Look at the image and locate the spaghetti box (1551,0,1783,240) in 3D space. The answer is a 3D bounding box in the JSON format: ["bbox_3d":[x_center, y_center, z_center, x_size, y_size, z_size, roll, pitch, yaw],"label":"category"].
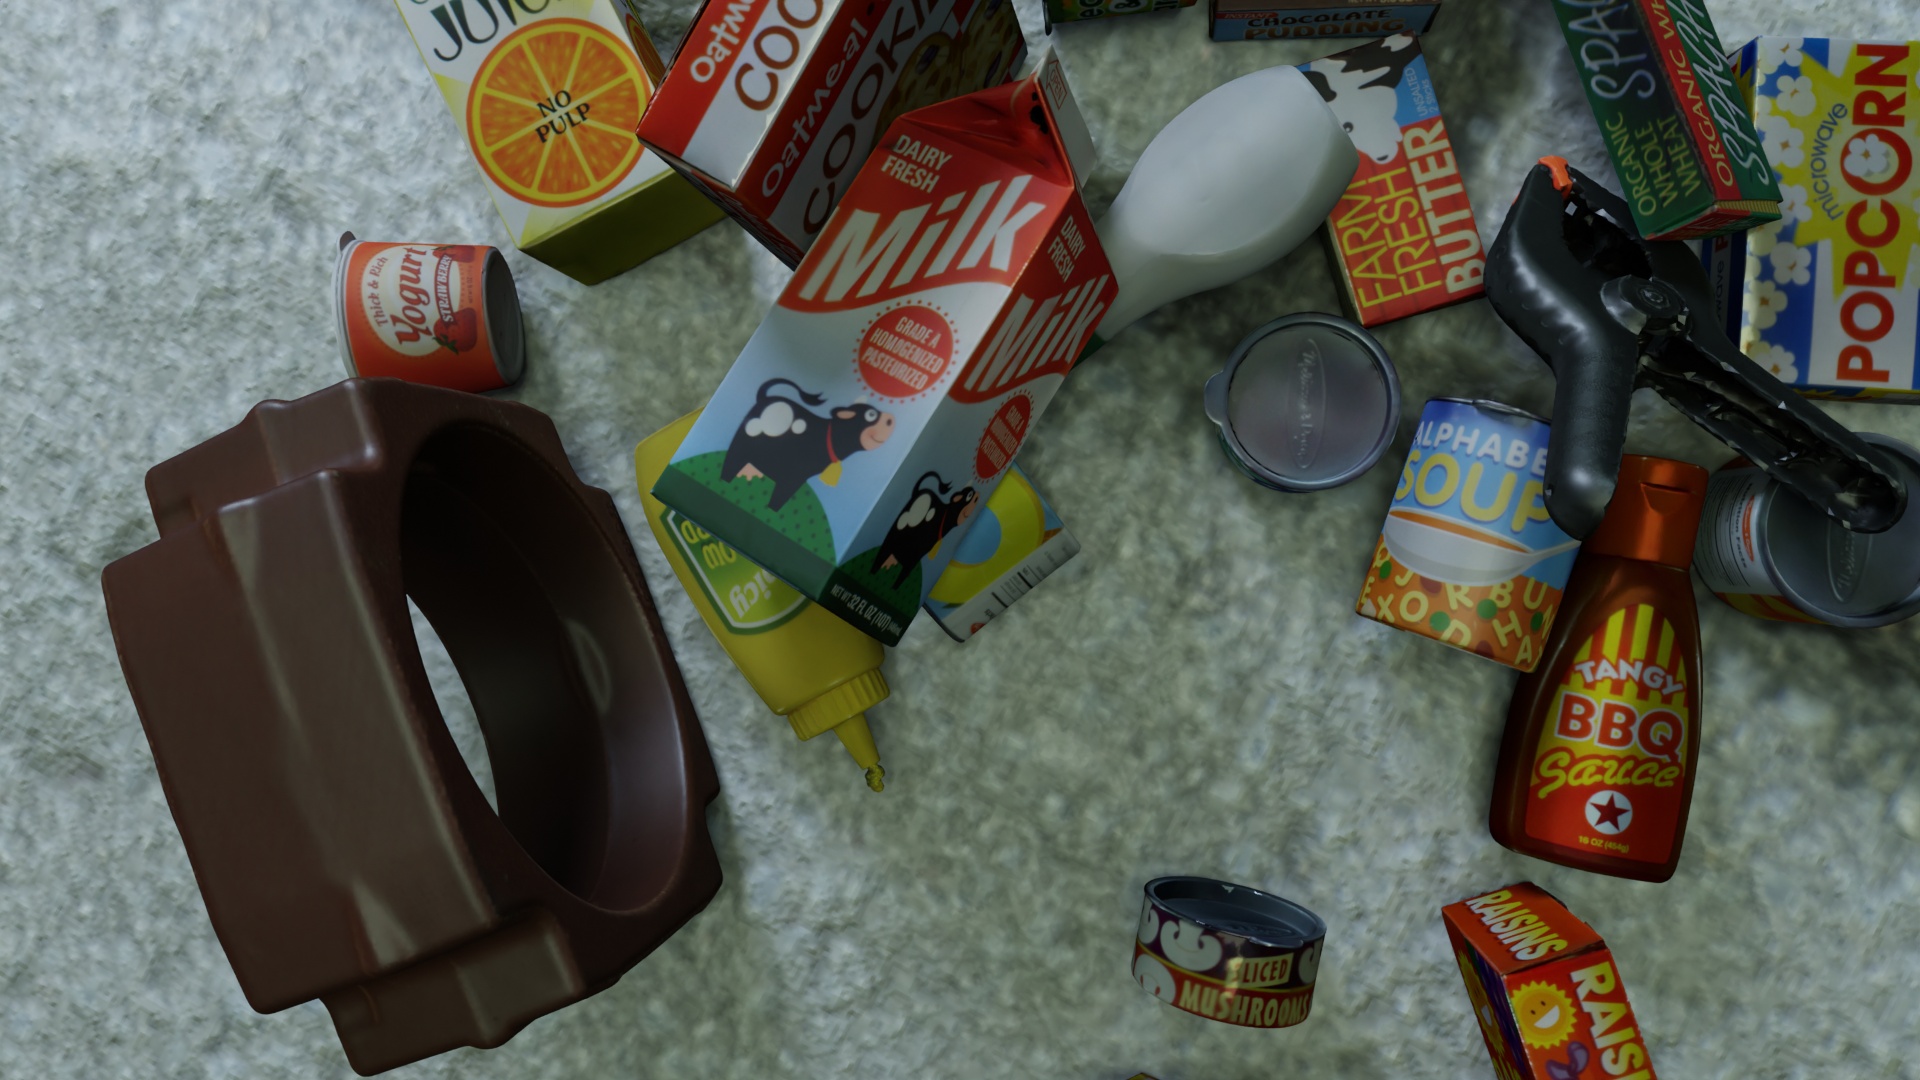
[{"bbox_3d":[0.224,-0.223,0.492,0.050,0.028,0.250,-9,78,-36],"label":"spaghetti box"}]

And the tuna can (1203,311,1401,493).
[{"bbox_3d":[0.126,-0.051,0.522,0.071,0.033,0.071,0,89,5],"label":"tuna can"}]

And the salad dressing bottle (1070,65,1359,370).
[{"bbox_3d":[0.073,-0.110,0.511,0.147,0.044,0.064,-36,73,16],"label":"salad dressing bottle"}]

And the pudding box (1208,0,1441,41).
[{"bbox_3d":[0.137,-0.219,0.526,0.084,0.030,0.049,0,88,5],"label":"pudding box"}]

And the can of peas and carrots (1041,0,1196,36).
[{"bbox_3d":[0.057,-0.227,0.515,0.059,0.071,0.071,-6,89,5],"label":"can of peas and carrots"}]

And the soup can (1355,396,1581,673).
[{"bbox_3d":[0.185,-0.003,0.496,0.071,0.071,0.083,19,91,6],"label":"soup can"}]

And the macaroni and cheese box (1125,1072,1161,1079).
[{"bbox_3d":[0.117,0.274,0.474,0.166,0.040,0.123,8,90,36],"label":"macaroni and cheese box"}]

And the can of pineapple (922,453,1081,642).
[{"bbox_3d":[0.002,-0.006,0.516,0.058,0.071,0.071,-38,86,3],"label":"can of pineapple"}]

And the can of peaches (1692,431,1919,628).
[{"bbox_3d":[0.305,-0.003,0.491,0.071,0.058,0.071,0,88,5],"label":"can of peaches"}]

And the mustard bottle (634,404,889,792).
[{"bbox_3d":[-0.065,0.024,0.531,0.065,0.049,0.160,-29,86,6],"label":"mustard bottle"}]

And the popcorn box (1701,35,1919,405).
[{"bbox_3d":[0.319,-0.114,0.502,0.085,0.038,0.126,4,89,6],"label":"popcorn box"}]

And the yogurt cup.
[{"bbox_3d":[-0.204,-0.085,0.540,0.054,0.072,0.072,-6,89,-3],"label":"yogurt cup"}]

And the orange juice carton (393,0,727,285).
[{"bbox_3d":[-0.167,-0.203,0.534,0.073,0.072,0.192,-27,87,4],"label":"orange juice carton"}]

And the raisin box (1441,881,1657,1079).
[{"bbox_3d":[0.214,0.191,0.482,0.040,0.086,0.123,-19,87,6],"label":"raisin box"}]

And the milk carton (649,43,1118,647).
[{"bbox_3d":[-0.011,-0.068,0.464,0.073,0.072,0.191,30,83,24],"label":"milk carton"}]

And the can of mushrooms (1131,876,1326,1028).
[{"bbox_3d":[0.097,0.148,0.502,0.071,0.071,0.033,11,92,6],"label":"can of mushrooms"}]

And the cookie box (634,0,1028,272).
[{"bbox_3d":[-0.034,-0.154,0.471,0.040,0.167,0.123,30,92,11],"label":"cookie box"}]

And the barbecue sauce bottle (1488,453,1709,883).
[{"bbox_3d":[0.238,0.044,0.504,0.065,0.043,0.148,11,90,7],"label":"barbecue sauce bottle"}]

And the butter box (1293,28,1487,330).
[{"bbox_3d":[0.159,-0.134,0.525,0.053,0.024,0.103,-17,87,6],"label":"butter box"}]
